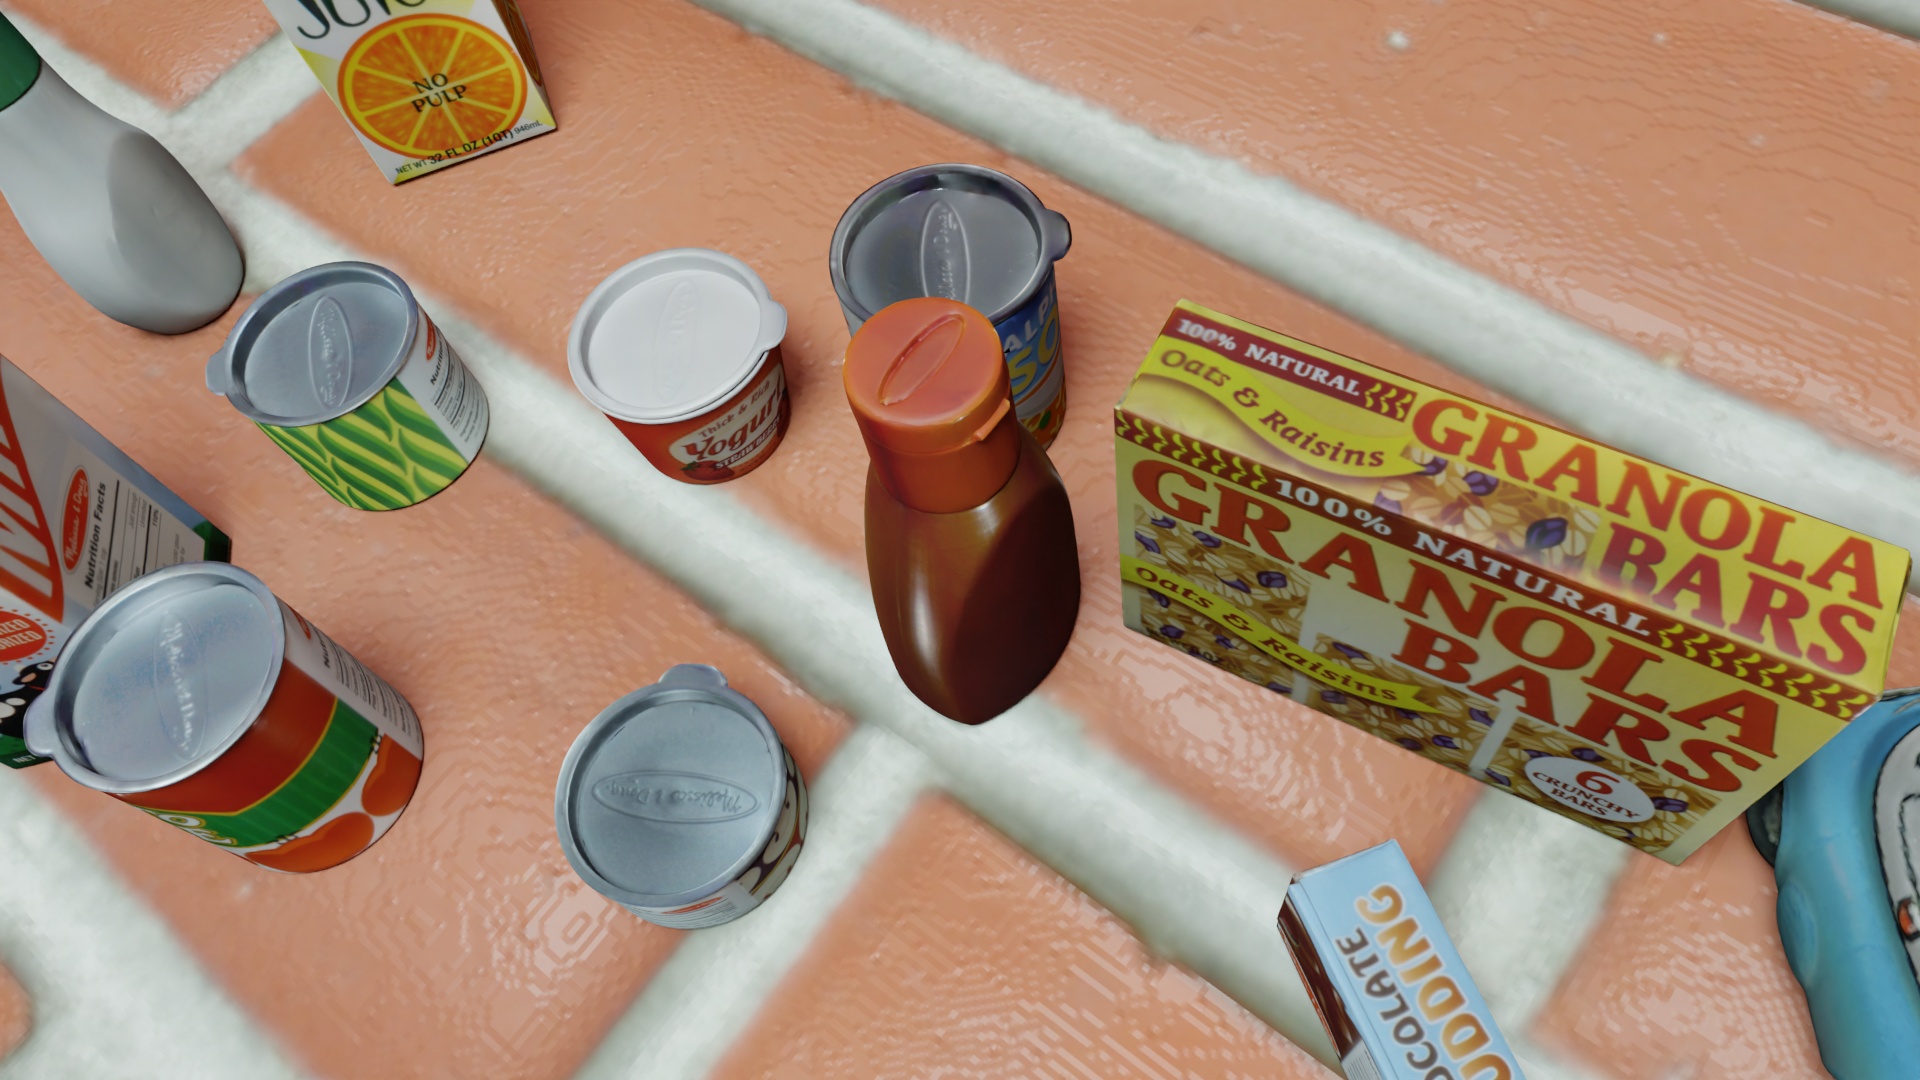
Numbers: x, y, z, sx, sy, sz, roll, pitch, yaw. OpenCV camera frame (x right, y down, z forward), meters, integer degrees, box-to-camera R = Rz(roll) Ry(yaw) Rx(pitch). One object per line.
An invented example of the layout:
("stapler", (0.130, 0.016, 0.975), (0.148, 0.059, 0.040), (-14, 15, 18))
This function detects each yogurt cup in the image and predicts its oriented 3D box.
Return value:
("yogurt cup", (-0.089, -0.055, 0.462), (0.072, 0.053, 0.073), (-3, 61, 6))

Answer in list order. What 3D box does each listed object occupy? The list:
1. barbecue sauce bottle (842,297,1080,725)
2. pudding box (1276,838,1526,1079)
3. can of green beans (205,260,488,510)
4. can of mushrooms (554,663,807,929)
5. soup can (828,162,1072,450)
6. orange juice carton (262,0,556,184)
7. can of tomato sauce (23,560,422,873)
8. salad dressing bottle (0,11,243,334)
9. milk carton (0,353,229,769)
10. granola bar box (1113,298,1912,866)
("barbecue sauce bottle", (0.001, -0.005, 0.368), (0.044, 0.148, 0.065), (32, 70, 22))
("pudding box", (0.109, 0.121, 0.340), (0.030, 0.049, 0.084), (-21, 61, -4))
("can of green beans", (-0.204, -0.052, 0.474), (0.071, 0.057, 0.071), (-3, 61, 6))
("can of mushrooms", (-0.079, 0.074, 0.401), (0.071, 0.033, 0.071), (-3, 61, 6))
("soup can", (0.002, -0.066, 0.439), (0.071, 0.083, 0.071), (-3, 61, 6))
("orange juice carton", (-0.219, -0.227, 0.496), (0.072, 0.192, 0.073), (-21, 61, -3))
("can of tomato sauce", (-0.207, 0.055, 0.401), (0.071, 0.082, 0.071), (-3, 61, 6))
("salad dressing bottle", (-0.312, -0.132, 0.483), (0.044, 0.147, 0.064), (-3, 61, 6))
("milk carton", (-0.294, -0.008, 0.387), (0.072, 0.189, 0.074), (-13, 61, 1))
("granola bar box", (0.123, 0.014, 0.354), (0.166, 0.123, 0.039), (23, 67, 19))
